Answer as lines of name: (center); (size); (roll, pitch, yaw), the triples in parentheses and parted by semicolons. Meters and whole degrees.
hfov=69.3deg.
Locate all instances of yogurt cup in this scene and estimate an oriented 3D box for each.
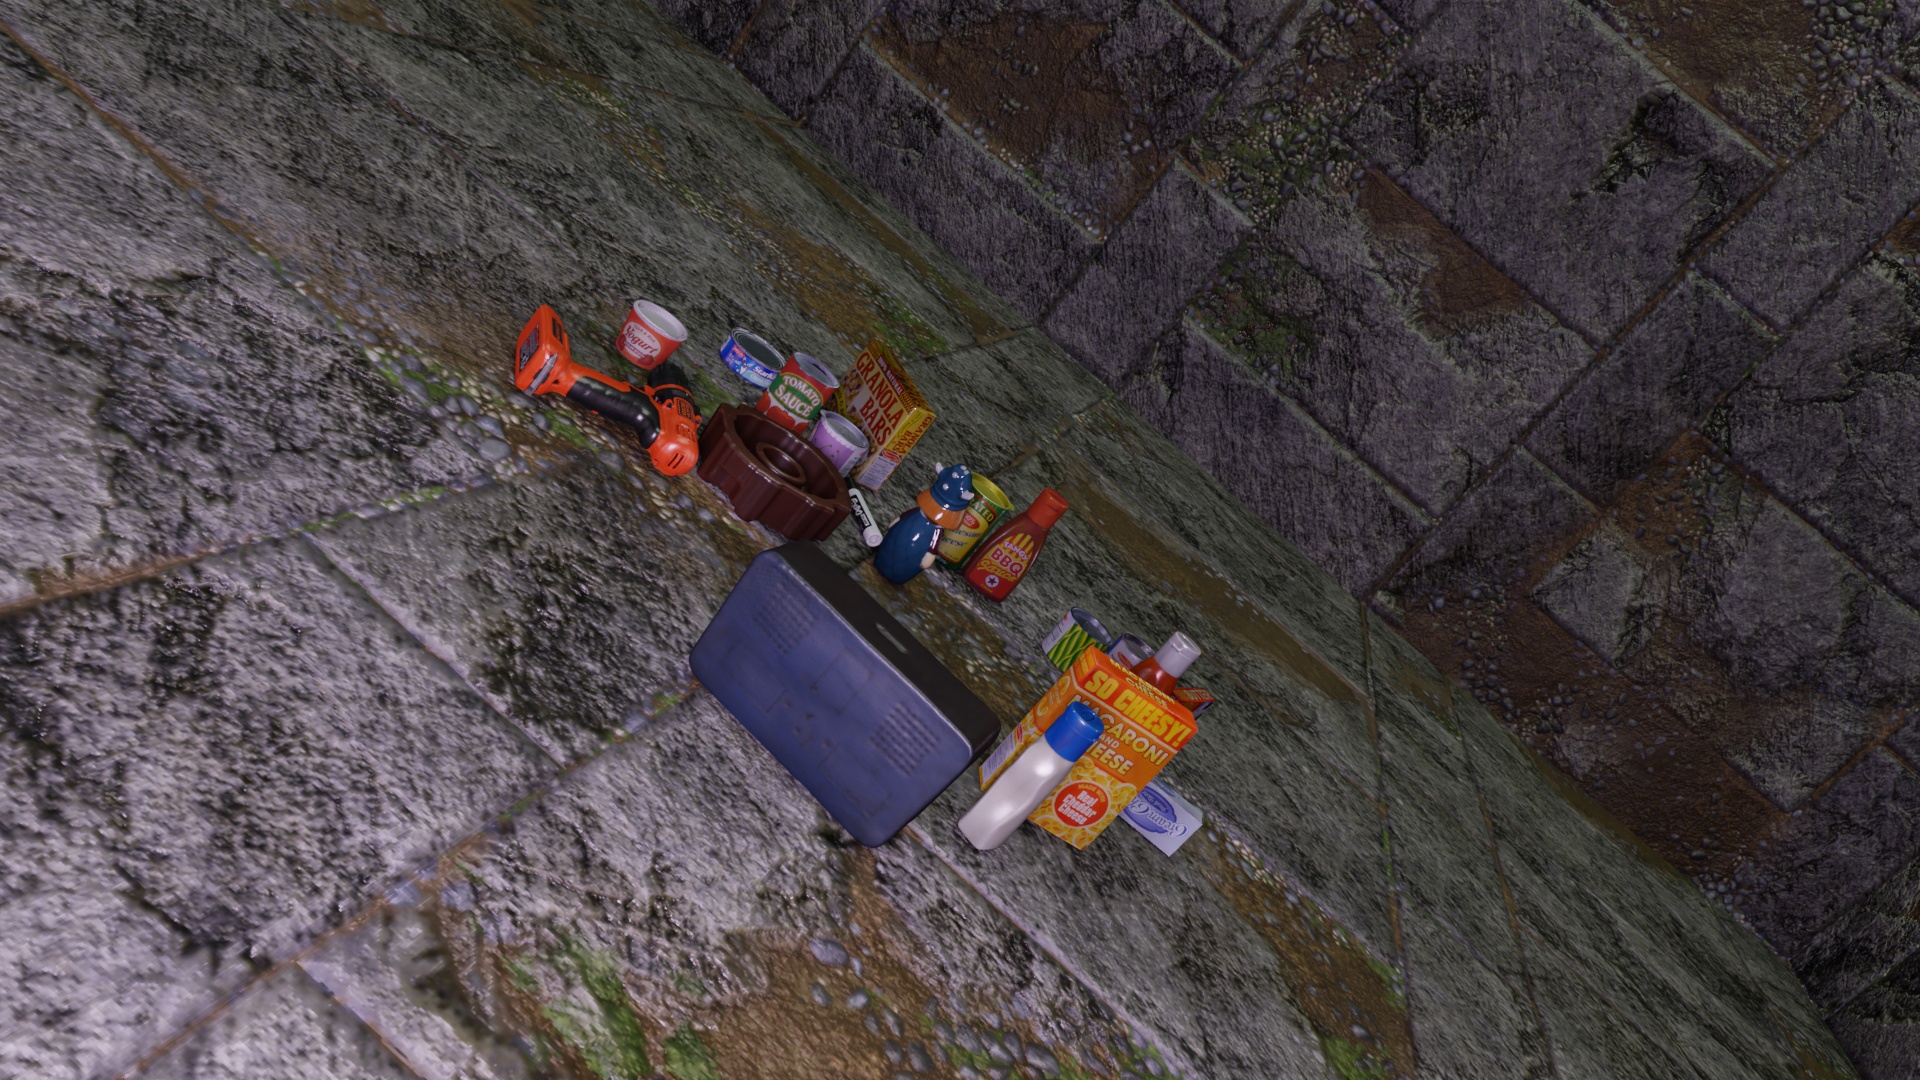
yogurt cup: (-0.345, -0.226, 1.539); (0.072, 0.053, 0.073); (35, 19, -14)

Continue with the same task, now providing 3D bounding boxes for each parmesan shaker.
parmesan shaker: (0.006, -0.021, 1.661); (0.071, 0.102, 0.071); (35, 18, -14)

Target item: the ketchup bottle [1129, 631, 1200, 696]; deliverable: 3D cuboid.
ketchup bottle: (0.204, 0.165, 1.536); (0.065, 0.148, 0.043); (50, 20, 29)

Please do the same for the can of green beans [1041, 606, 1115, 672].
can of green beans: (0.139, 0.122, 1.657); (0.071, 0.057, 0.071); (35, 19, -14)

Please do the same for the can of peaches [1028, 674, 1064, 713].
can of peaches: (0.113, 0.185, 1.458); (0.071, 0.058, 0.071); (35, 19, -14)

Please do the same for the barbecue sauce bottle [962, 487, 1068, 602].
barbecue sauce bottle: (0.069, 0.003, 1.657); (0.065, 0.148, 0.044); (36, 18, -11)

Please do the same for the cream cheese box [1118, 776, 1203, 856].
cream cheese box: (0.192, 0.270, 1.419); (0.104, 0.053, 0.024); (39, 18, -2)

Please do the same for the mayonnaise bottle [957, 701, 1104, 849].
mayonnaise bottle: (0.062, 0.200, 1.182); (0.041, 0.147, 0.065); (46, 19, 19)

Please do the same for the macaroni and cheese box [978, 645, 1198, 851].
macaroni and cheese box: (0.116, 0.191, 1.276); (0.123, 0.166, 0.040); (34, 19, -18)

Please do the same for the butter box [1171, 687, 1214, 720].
butter box: (0.272, 0.208, 1.720); (0.024, 0.053, 0.103); (49, 20, 27)

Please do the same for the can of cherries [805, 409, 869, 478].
can of cherries: (-0.152, -0.111, 1.638); (0.071, 0.058, 0.072); (35, 19, -14)

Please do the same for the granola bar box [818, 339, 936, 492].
granola bar box: (-0.106, -0.157, 1.728); (0.039, 0.124, 0.166); (25, 23, -39)

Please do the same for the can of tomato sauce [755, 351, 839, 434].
can of tomato sauce: (-0.196, -0.172, 1.657); (0.071, 0.083, 0.071); (35, 18, -14)

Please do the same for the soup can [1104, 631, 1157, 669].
soup can: (0.189, 0.159, 1.626); (0.071, 0.083, 0.071); (35, 18, -14)

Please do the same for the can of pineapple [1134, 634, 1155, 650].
can of pineapple: (0.213, 0.159, 1.714); (0.071, 0.057, 0.071); (35, 19, -14)
